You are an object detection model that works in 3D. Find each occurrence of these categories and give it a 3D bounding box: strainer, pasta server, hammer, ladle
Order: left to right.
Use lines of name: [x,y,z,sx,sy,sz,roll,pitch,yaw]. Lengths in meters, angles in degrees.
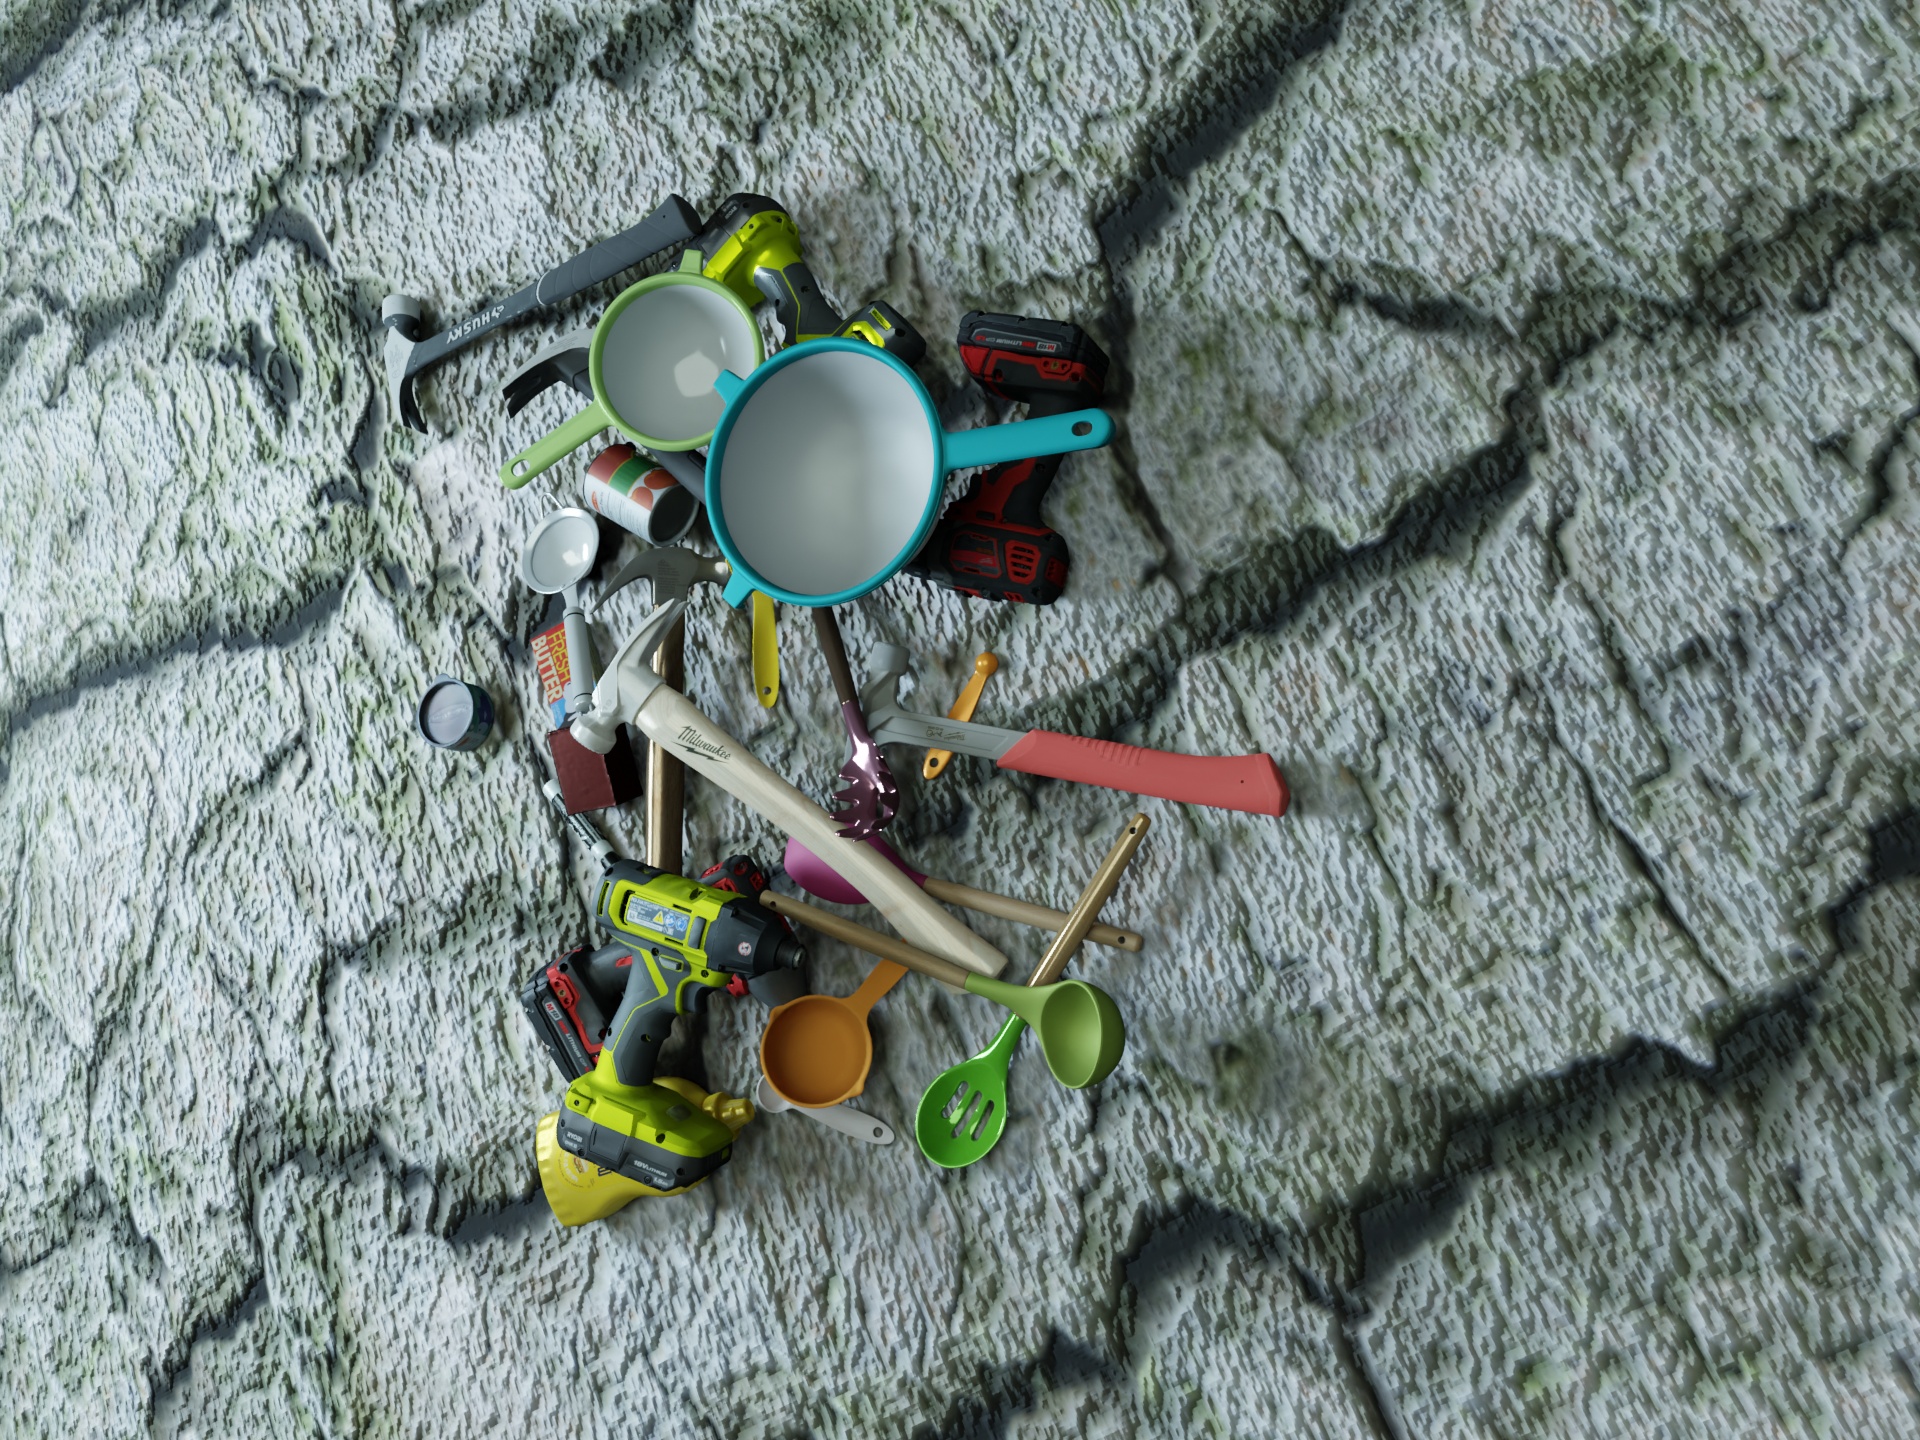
hammer: [-0.401,-0.393,1.488,0.409,0.036,0.149,-15,74,31]
strainer: [-0.346,-0.098,1.423,0.087,0.050,0.259,-26,55,16]
strainer: [-0.278,-0.270,1.359,0.256,0.069,0.151,-33,85,5]
hammer: [-0.266,-0.241,1.396,0.146,0.035,0.335,-34,60,-24]
hammer: [-0.257,0.014,1.374,0.130,0.031,0.331,2,86,-16]
hammer: [-0.125,0.070,1.284,0.411,0.038,0.146,37,98,12]
pasta server: [-0.102,-0.035,1.299,0.060,0.040,0.317,-41,50,30]
strainer: [-0.033,-0.196,1.245,0.340,0.095,0.211,-5,84,22]
ladle: [-0.022,0.191,1.207,0.320,0.062,0.078,19,103,21]
hammer: [0.077,0.037,1.250,0.359,0.036,0.149,10,89,22]

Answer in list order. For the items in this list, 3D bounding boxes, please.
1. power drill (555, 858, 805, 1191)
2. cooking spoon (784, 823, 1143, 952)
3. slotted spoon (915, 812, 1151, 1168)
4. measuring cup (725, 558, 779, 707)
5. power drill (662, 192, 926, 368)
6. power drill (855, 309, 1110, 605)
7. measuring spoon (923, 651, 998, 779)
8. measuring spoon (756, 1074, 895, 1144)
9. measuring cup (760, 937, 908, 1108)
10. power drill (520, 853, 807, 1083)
power drill: [-0.218,0.236,1.228,0.171,0.080,0.223,16,96,19]
cooking spoon: [-0.005,0.139,1.276,0.319,0.017,0.069,13,89,23]
slotted spoon: [0.061,0.206,1.220,0.070,0.031,0.314,34,98,23]
measuring cup: [-0.171,-0.090,1.380,0.062,0.029,0.156,-2,96,-10]
power drill: [-0.161,-0.333,1.402,0.190,0.080,0.229,-44,69,14]
power drill: [0.016,-0.214,1.309,0.188,0.080,0.227,13,88,24]
measuring spoon: [-0.002,-0.004,1.307,0.021,0.011,0.117,28,92,24]
measuring spoon: [-0.108,0.316,1.289,0.124,0.018,0.034,18,86,17]
measuring cup: [-0.089,0.236,1.280,0.095,0.052,0.173,42,70,3]
power drill: [-0.236,0.218,1.316,0.219,0.078,0.143,-28,95,9]
